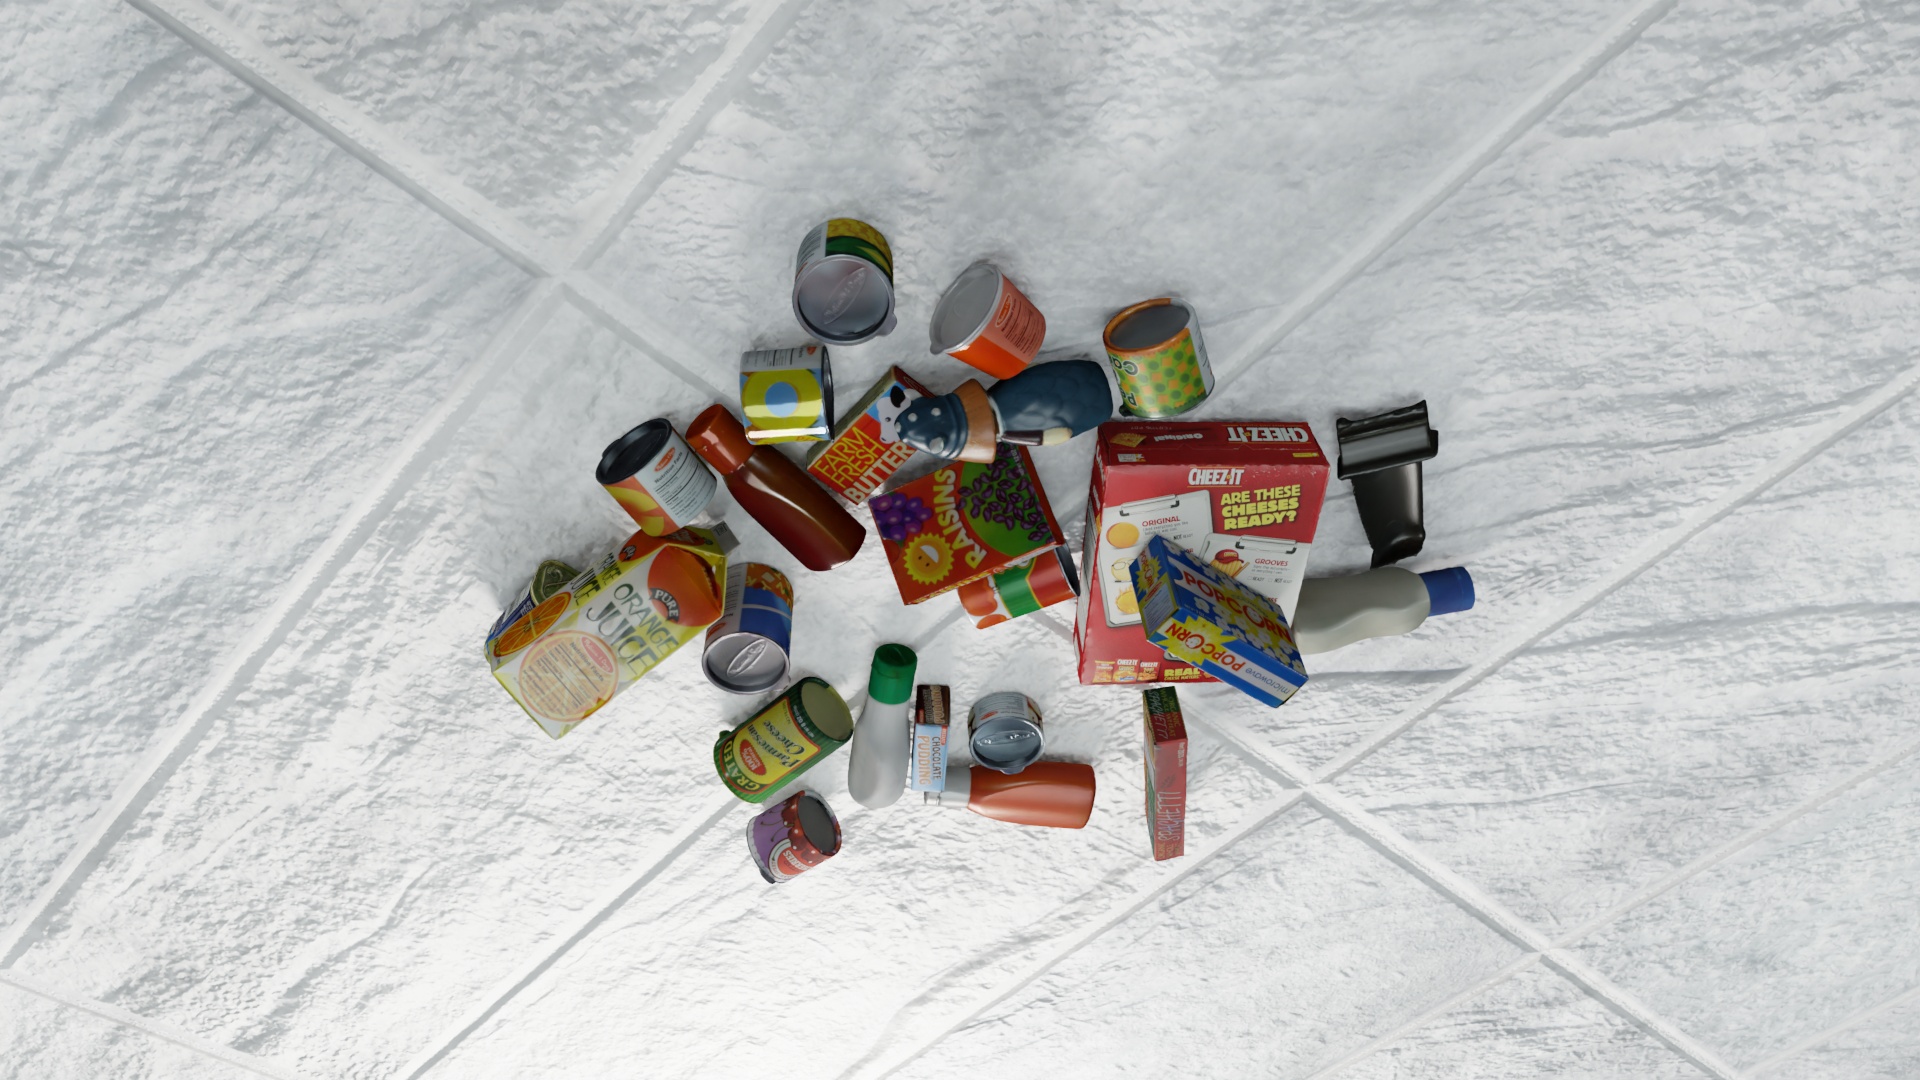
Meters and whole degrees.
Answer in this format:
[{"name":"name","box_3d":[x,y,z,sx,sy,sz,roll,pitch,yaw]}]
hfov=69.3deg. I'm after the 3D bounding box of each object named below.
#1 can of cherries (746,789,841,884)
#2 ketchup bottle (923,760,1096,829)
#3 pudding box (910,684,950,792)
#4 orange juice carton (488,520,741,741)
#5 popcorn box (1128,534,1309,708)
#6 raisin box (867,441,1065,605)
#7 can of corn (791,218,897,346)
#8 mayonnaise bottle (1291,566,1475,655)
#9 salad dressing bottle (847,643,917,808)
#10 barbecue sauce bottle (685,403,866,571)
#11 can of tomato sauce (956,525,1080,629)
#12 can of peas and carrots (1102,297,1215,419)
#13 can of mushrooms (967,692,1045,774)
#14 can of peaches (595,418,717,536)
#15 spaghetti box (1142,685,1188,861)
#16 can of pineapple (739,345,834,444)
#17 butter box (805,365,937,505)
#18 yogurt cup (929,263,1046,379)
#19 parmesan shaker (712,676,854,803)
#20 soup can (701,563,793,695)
[{"name":"can of cherries","box_3d":[-0.148,0.266,1.240,0.058,0.072,0.071,-31,123,19]},{"name":"ketchup bottle","box_3d":[0.043,0.224,1.237,0.149,0.044,0.064,6,127,-8]},{"name":"pudding box","box_3d":[-0.026,0.170,1.188,0.030,0.050,0.083,3,127,-4]},{"name":"orange juice carton","box_3d":[-0.245,0.052,1.021,0.193,0.072,0.073,-38,113,-8]},{"name":"popcorn box","box_3d":[0.185,0.059,1.002,0.126,0.085,0.038,29,120,-23]},{"name":"raisin box","box_3d":[0.004,-0.013,1.026,0.123,0.040,0.086,-23,83,14]},{"name":"can of corn","box_3d":[-0.074,-0.170,0.917,0.071,0.058,0.070,-2,128,-2]},{"name":"mayonnaise bottle","box_3d":[0.334,0.051,1.113,0.148,0.065,0.041,-10,131,-1]},{"name":"salad dressing bottle","box_3d":[-0.064,0.157,1.171,0.044,0.064,0.146,-7,124,-28]},{"name":"barbecue sauce bottle","box_3d":[-0.138,-0.038,1.020,0.064,0.044,0.148,-11,133,45]},{"name":"can of tomato sauce","box_3d":[0.041,0.024,1.069,0.083,0.071,0.071,-20,126,13]},{"name":"can of peas and carrots","box_3d":[0.135,-0.125,0.959,0.071,0.071,0.058,-17,126,9]},{"name":"can of mushrooms","box_3d":[0.039,0.167,1.200,0.071,0.034,0.070,-2,127,-3]},{"name":"can of peaches","box_3d":[-0.220,-0.045,1.001,0.071,0.071,0.058,-26,125,16]},{"name":"spaghetti box","box_3d":[0.174,0.204,1.185,0.029,0.050,0.248,-9,145,2]},{"name":"can of pineapple","box_3d":[-0.119,-0.099,0.963,0.058,0.071,0.070,-4,128,1]},{"name":"butter box","box_3d":[-0.061,-0.075,1.012,0.053,0.024,0.103,35,118,-26]},{"name":"yogurt cup","box_3d":[0.021,-0.145,0.940,0.054,0.073,0.072,31,120,-33]},{"name":"parmesan shaker","box_3d":[-0.150,0.165,1.168,0.103,0.072,0.071,-37,121,22]},{"name":"soup can","box_3d":[-0.162,0.070,1.080,0.071,0.084,0.071,-2,128,-2]}]
